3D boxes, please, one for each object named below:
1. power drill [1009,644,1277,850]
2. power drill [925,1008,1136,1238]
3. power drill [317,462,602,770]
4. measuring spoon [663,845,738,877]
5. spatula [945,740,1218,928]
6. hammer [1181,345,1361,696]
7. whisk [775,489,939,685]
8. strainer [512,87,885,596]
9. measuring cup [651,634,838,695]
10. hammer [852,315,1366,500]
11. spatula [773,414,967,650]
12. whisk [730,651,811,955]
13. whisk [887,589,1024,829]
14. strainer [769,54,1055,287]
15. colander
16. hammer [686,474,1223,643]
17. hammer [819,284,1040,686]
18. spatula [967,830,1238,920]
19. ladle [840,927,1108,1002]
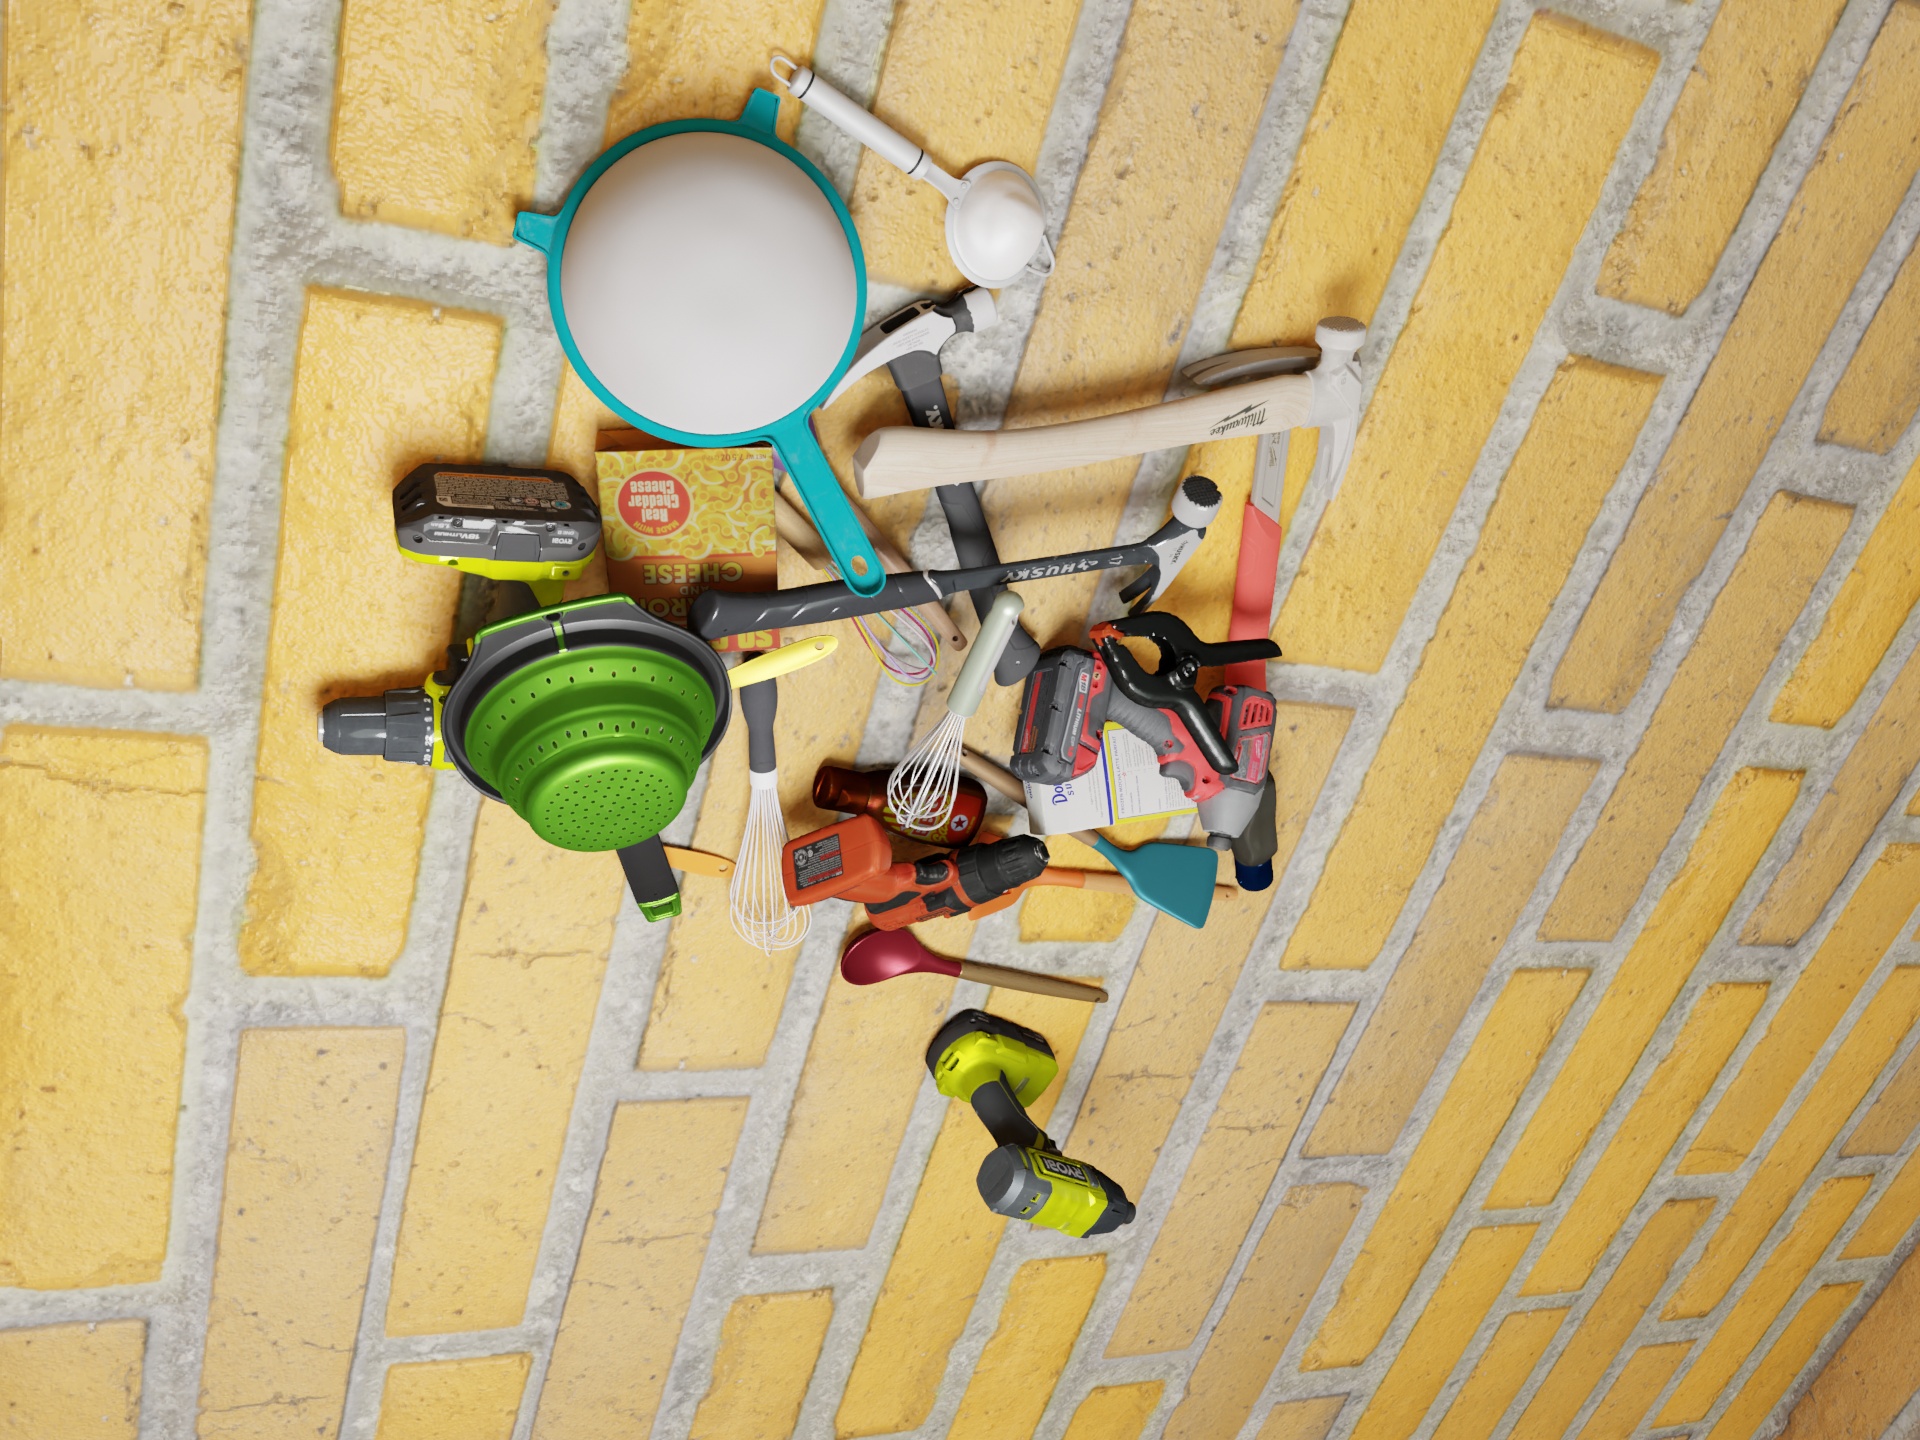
[{"bbox_3d":[0.161,0.023,1.347,0.219,0.078,0.143,14,82,-19],"label":"power drill"},{"bbox_3d":[0.066,0.386,1.499,0.171,0.223,0.080,26,109,-34],"label":"power drill"},{"bbox_3d":[-0.350,-0.061,1.124,0.190,0.080,0.228,0,126,-24],"label":"power drill"},{"bbox_3d":[-0.236,0.113,1.331,0.116,0.011,0.021,19,113,-35],"label":"measuring spoon"},{"bbox_3d":[0.110,0.093,1.437,0.317,0.044,0.082,32,61,-31],"label":"spatula"},{"bbox_3d":[0.246,-0.140,1.355,0.149,0.037,0.358,-10,124,-17],"label":"hammer"},{"bbox_3d":[-0.093,-0.107,1.229,0.047,0.051,0.244,-38,125,10],"label":"whisk"},{"bbox_3d":[-0.129,-0.224,1.040,0.211,0.095,0.340,-29,108,-4],"label":"strainer"},{"bbox_3d":[-0.169,-0.042,1.227,0.156,0.029,0.062,-19,123,4],"label":"measuring cup"},{"bbox_3d":[0.119,-0.209,1.213,0.410,0.038,0.146,-12,125,-16],"label":"hammer"},{"bbox_3d":[-0.087,-0.158,1.206,0.060,0.018,0.315,-38,124,6],"label":"spatula"},{"bbox_3d":[-0.160,0.073,1.310,0.070,0.070,0.284,-9,119,-18],"label":"whisk"},{"bbox_3d":[-0.002,-0.004,1.257,0.059,0.058,0.246,32,127,9],"label":"whisk"},{"bbox_3d":[-0.022,-0.374,1.087,0.258,0.050,0.087,26,90,-30],"label":"strainer"},{"bbox_3d":[-0.250,0.075,1.178,0.204,0.095,0.396,-15,144,-8],"label":"colander"},{"bbox_3d":[-0.004,-0.103,1.198,0.409,0.036,0.149,-11,151,-20],"label":"hammer"},{"bbox_3d":[-0.003,-0.161,1.236,0.146,0.035,0.334,-25,128,-7],"label":"hammer"},{"bbox_3d":[0.138,0.155,1.496,0.322,0.041,0.081,8,91,-29],"label":"spatula"},{"bbox_3d":[0.019,0.241,1.511,0.315,0.031,0.069,16,116,-33],"label":"ladle"}]
